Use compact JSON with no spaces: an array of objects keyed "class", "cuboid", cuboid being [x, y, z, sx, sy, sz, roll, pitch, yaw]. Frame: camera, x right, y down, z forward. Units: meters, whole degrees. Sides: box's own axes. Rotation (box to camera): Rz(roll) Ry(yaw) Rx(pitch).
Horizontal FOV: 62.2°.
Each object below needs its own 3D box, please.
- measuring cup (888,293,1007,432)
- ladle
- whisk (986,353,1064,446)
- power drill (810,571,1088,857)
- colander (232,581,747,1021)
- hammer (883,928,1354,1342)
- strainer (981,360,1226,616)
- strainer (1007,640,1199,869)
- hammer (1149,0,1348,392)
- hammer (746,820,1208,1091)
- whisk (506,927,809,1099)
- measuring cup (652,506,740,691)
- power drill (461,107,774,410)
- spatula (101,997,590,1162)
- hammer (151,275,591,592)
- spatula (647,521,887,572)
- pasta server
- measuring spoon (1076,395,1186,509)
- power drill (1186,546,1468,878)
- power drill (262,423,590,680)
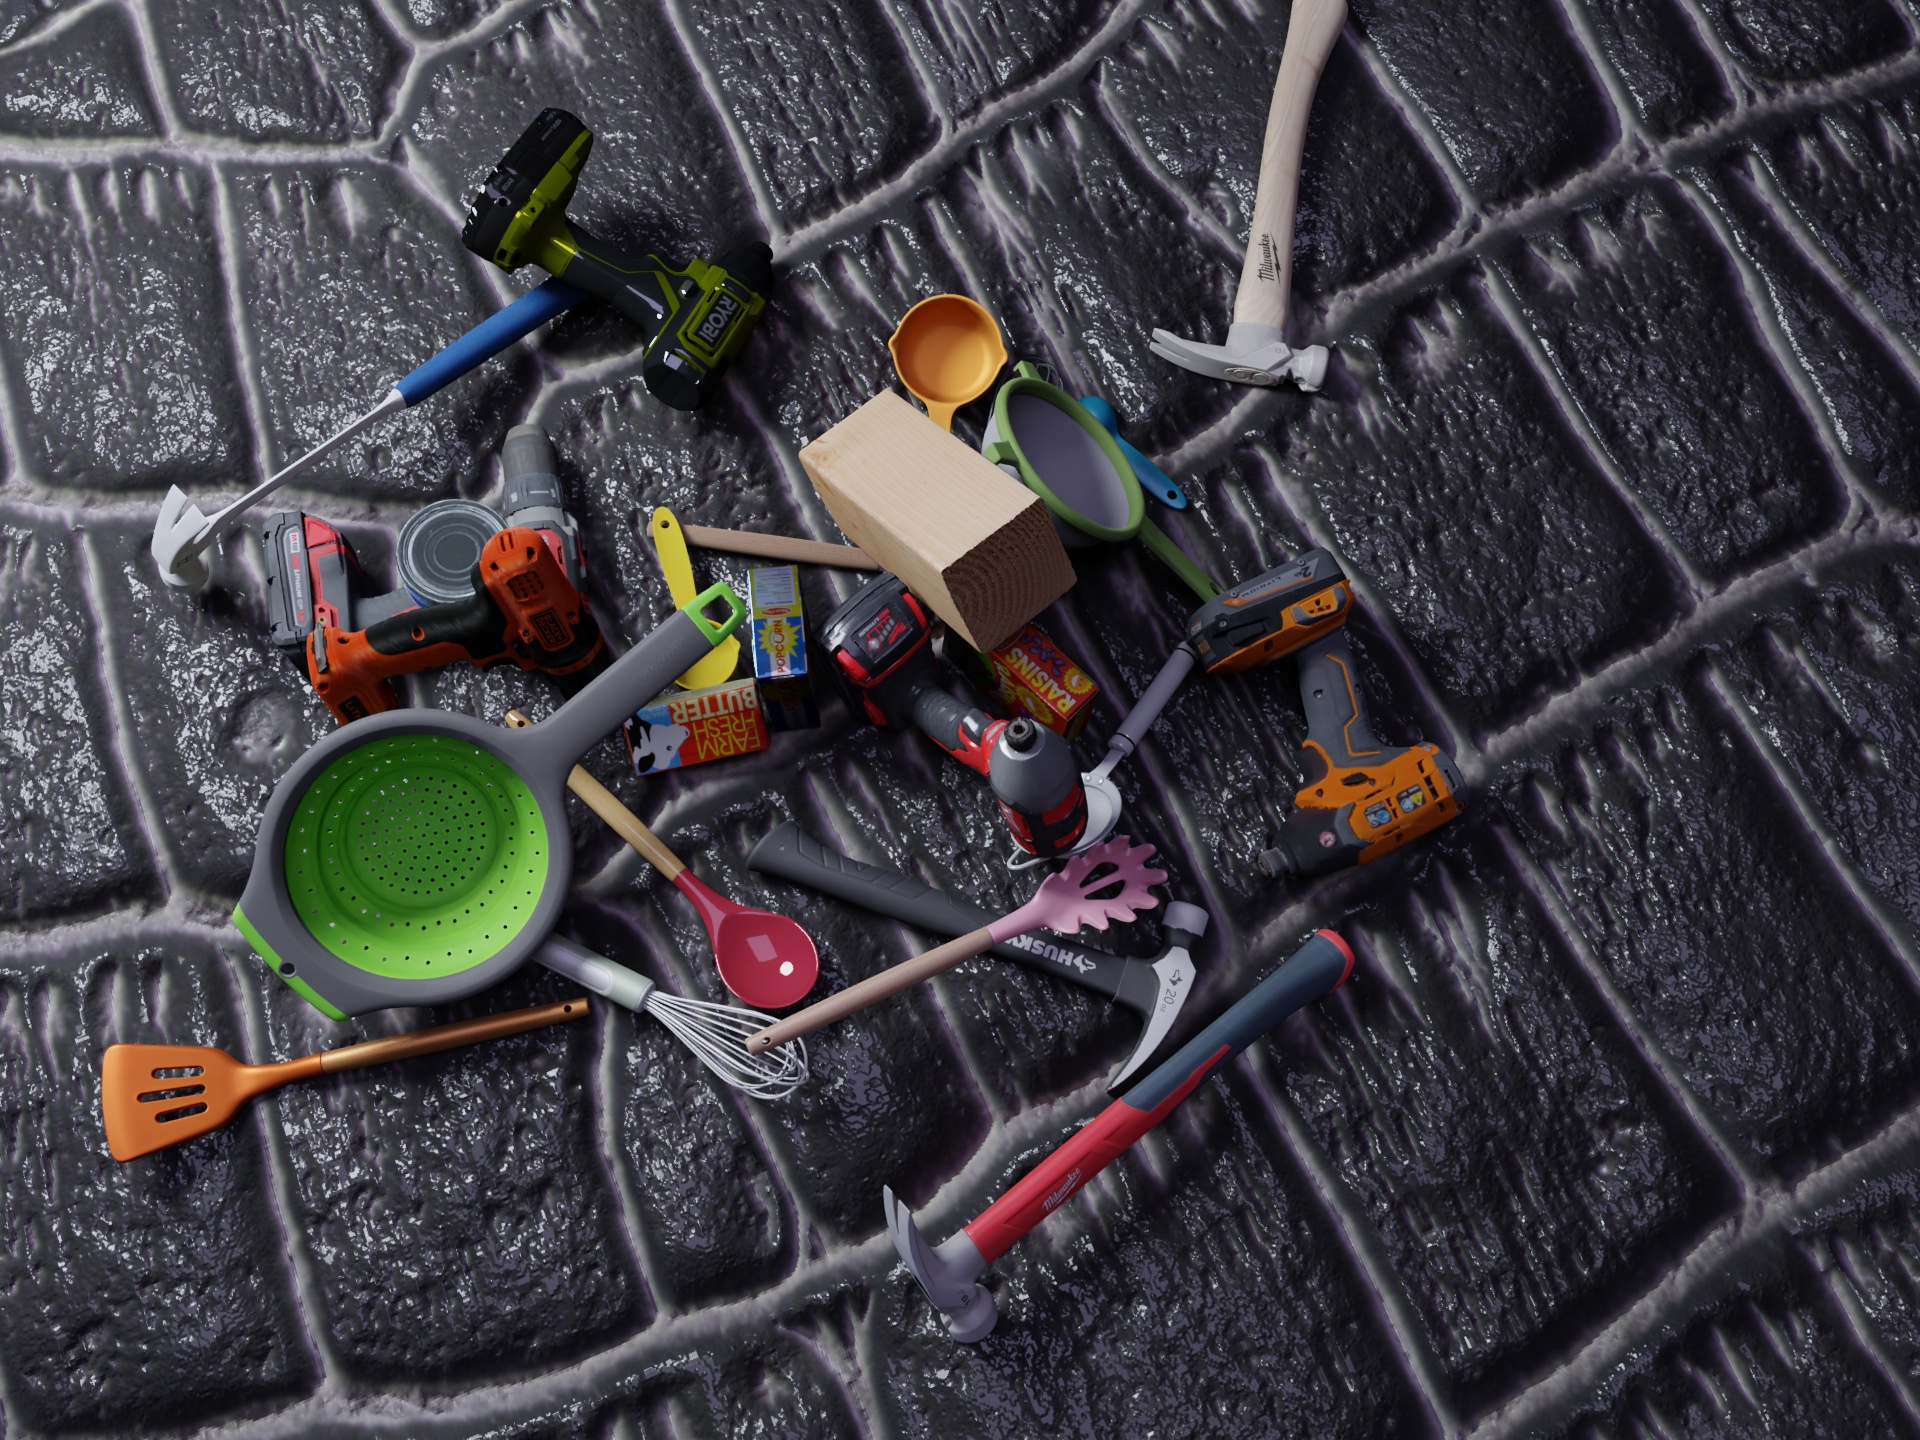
[{"class":"measuring cup","cuboid":[-0.014,-0.254,1.291,0.095,0.052,0.173,7,97,2]},{"class":"ladle","cuboid":[-0.226,0.097,1.171,0.315,0.031,0.069,41,68,12]},{"class":"whisk","cuboid":[0.022,-0.192,1.263,0.055,0.055,0.239,24,71,5]},{"class":"power drill","cuboid":[-0.002,-0.004,1.131,0.078,0.143,0.220,-43,60,-13]},{"class":"colander","cuboid":[-0.316,0.036,1.124,0.397,0.094,0.204,-41,106,-8]},{"class":"hammer","cuboid":[0.121,0.258,1.098,0.386,0.143,0.038,-35,35,-17]},{"class":"strainer","cuboid":[0.104,-0.152,1.233,0.256,0.069,0.152,40,36,-18]},{"class":"strainer","cuboid":[0.119,0.027,1.206,0.087,0.050,0.258,17,60,42]},{"class":"hammer","cuboid":[0.269,-0.477,1.379,0.146,0.038,0.411,12,71,2]},{"class":"hammer","cuboid":[0.003,0.153,1.161,0.335,0.035,0.146,20,71,3]},{"class":"whisk","cuboid":[-0.217,0.201,1.129,0.246,0.059,0.058,24,100,9]},{"class":"measuring cup","cuboid":[-0.212,-0.092,1.231,0.062,0.029,0.157,-15,74,-7]},{"class":"power drill","cuboid":[-0.262,-0.371,1.264,0.223,0.080,0.171,34,58,-15]},{"class":"spatula","cuboid":[-0.422,0.233,1.109,0.322,0.041,0.081,-11,72,-8]},{"class":"hammer","cuboid":[-0.438,-0.242,1.219,0.405,0.144,0.035,-43,97,-24]},{"class":"spatula","cuboid":[-0.089,-0.131,1.256,0.316,0.018,0.060,7,67,-2]},{"class":"pasta server","cuboid":[-0.002,0.162,1.113,0.316,0.040,0.060,-23,87,-13]},{"class":"measuring spoon","cuboid":[0.138,-0.219,1.294,0.042,0.021,0.129,-42,78,-14]},{"class":"power drill","cuboid":[0.259,0.003,1.194,0.164,0.084,0.226,-26,84,-11]},{"class":"power drill","cuboid":[-0.401,-0.128,1.210,0.226,0.080,0.188,-9,73,-9]}]
